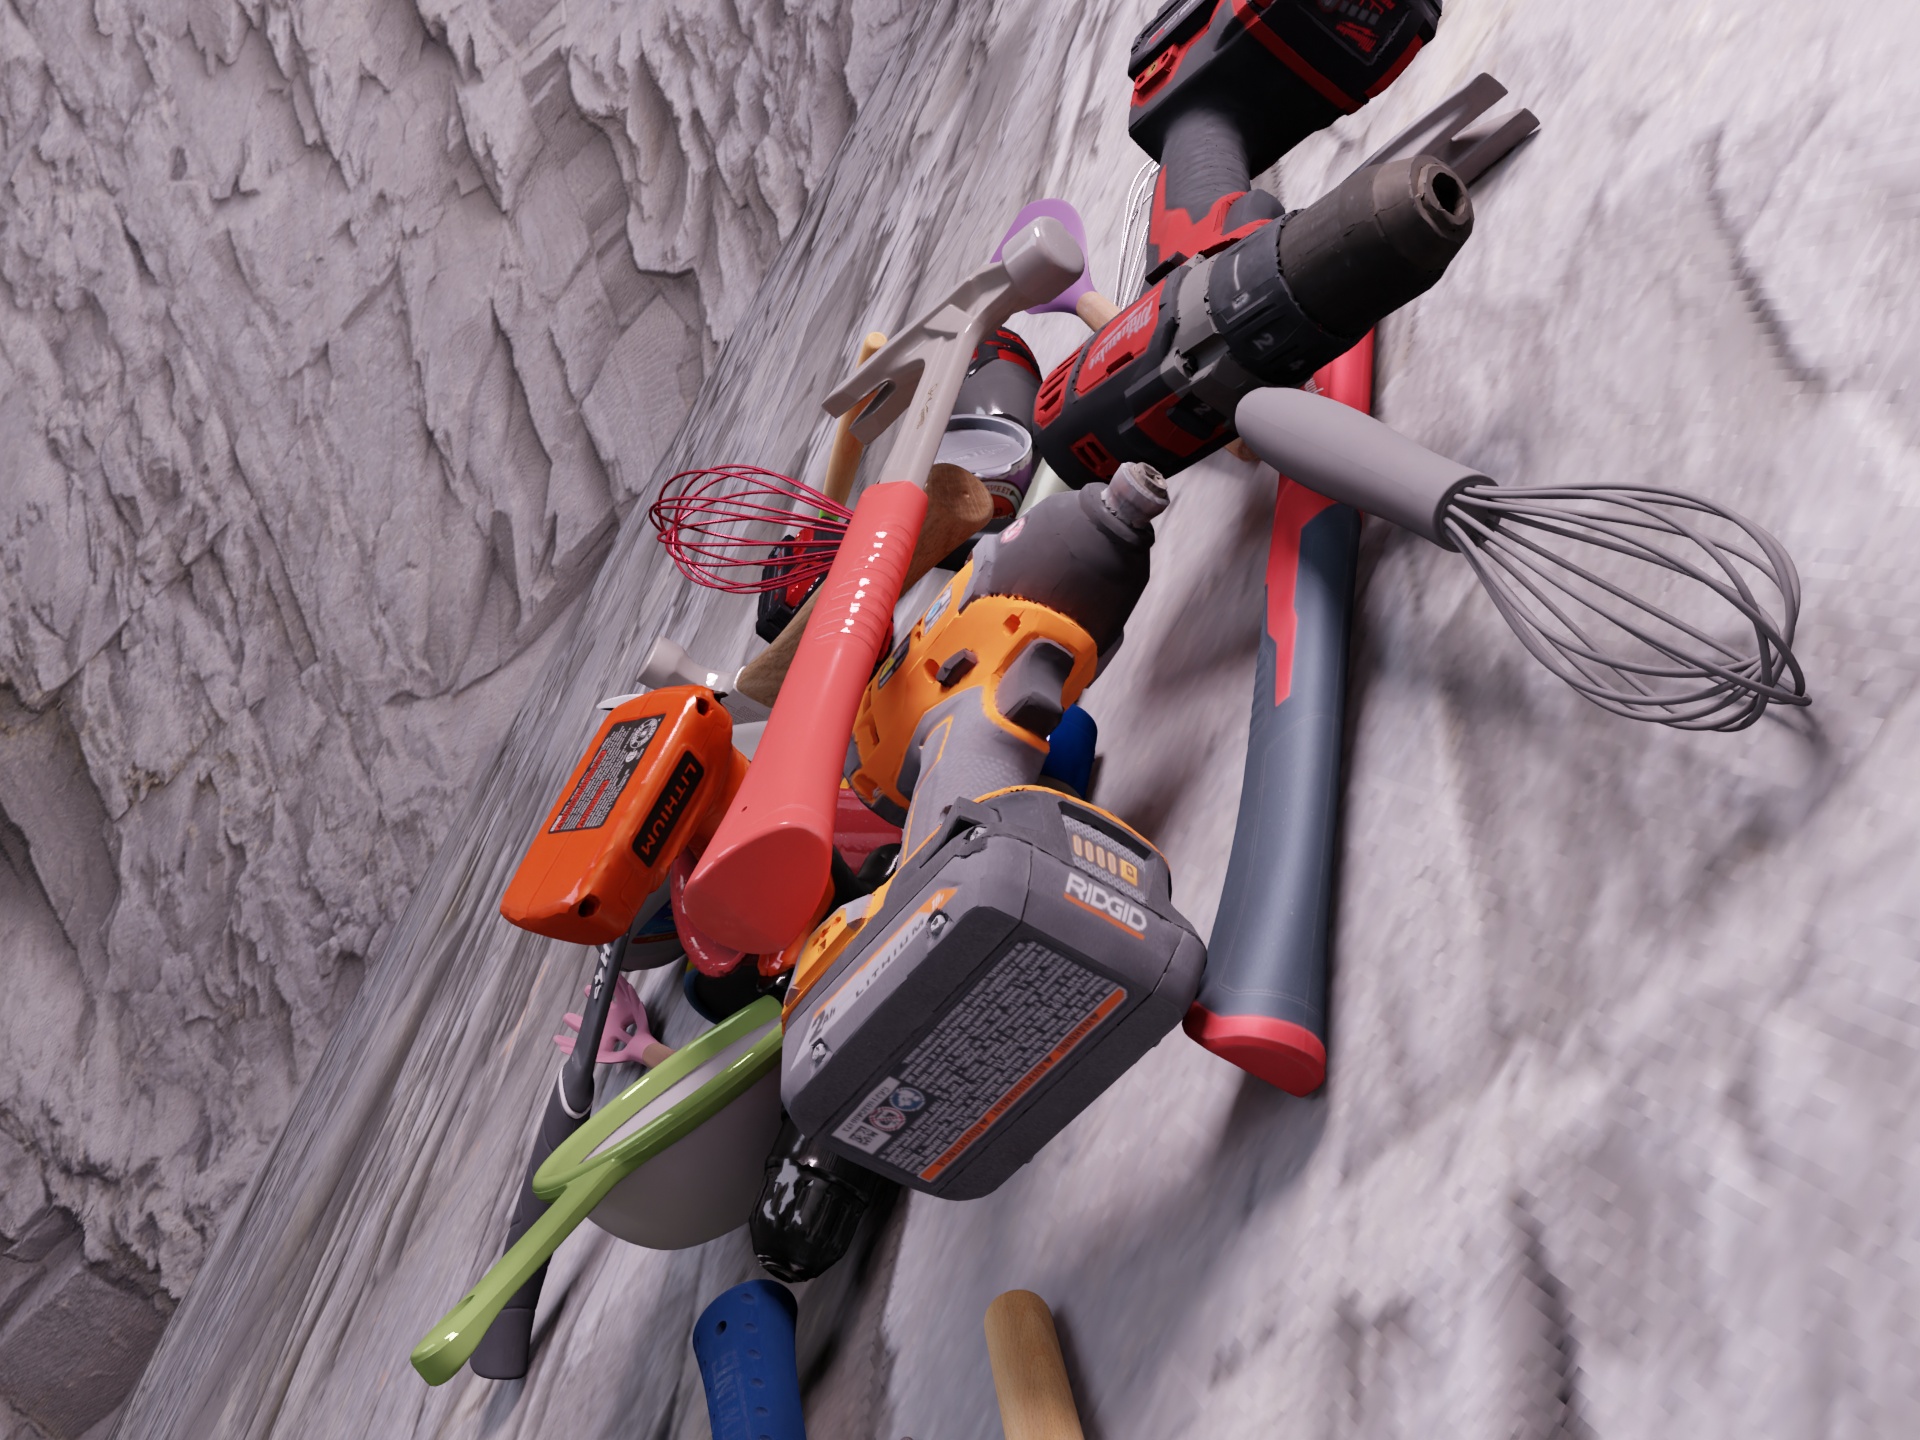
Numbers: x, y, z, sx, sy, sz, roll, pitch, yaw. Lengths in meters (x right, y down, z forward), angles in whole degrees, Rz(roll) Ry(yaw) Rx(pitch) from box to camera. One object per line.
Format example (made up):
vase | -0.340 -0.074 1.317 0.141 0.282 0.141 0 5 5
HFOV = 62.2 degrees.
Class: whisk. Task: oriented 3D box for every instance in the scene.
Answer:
whisk | 0.081 -0.192 0.823 0.246 0.058 0.059 -66 -14 -7
whisk | 0.134 -0.056 0.433 0.055 0.055 0.239 -57 29 10
whisk | -0.053 -0.094 0.824 0.296 0.073 0.073 9 67 36
whisk | 0.031 0.217 0.370 0.051 0.047 0.245 -57 17 13

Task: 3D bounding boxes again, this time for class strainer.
strainer | -0.121 0.196 0.642 0.151 0.069 0.256 -32 5 26

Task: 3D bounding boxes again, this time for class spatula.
spatula | 0.074 -0.197 0.779 0.059 0.018 0.316 -55 33 19

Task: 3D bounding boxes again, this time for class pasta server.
pasta server | -0.176 0.193 0.914 0.060 0.040 0.316 -54 18 -16

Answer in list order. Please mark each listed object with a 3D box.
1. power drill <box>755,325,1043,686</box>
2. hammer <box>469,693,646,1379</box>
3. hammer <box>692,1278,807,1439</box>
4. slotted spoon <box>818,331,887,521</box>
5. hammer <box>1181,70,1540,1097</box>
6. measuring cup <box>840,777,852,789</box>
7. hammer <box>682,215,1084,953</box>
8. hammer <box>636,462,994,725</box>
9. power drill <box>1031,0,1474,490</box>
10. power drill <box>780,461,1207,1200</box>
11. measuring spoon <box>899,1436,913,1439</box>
power drill | -0.029 -0.129 0.955 0.219 0.078 0.143 -48 22 22
hammer | -0.205 0.178 0.853 0.149 0.036 0.409 39 114 56
hammer | -0.041 0.293 0.410 0.144 0.035 0.406 -48 21 5
slotted spoon | -0.083 -0.154 1.055 0.070 0.031 0.313 -38 -11 -26
hammer | 0.128 -0.062 0.528 0.143 0.038 0.387 -36 31 46
measuring cup | -0.001 -0.002 0.745 0.173 0.052 0.095 -51 19 39
hammer | -0.038 -0.059 0.597 0.149 0.036 0.359 -32 28 37
hammer | -0.066 -0.049 0.821 0.331 0.130 0.031 -33 32 60
power drill | 0.117 -0.203 0.590 0.188 0.080 0.227 -26 41 54
power drill | 0.017 0.017 0.513 0.164 0.084 0.227 -50 21 29
measuring spoon | -0.044 0.283 0.492 0.034 0.018 0.124 -21 43 61
